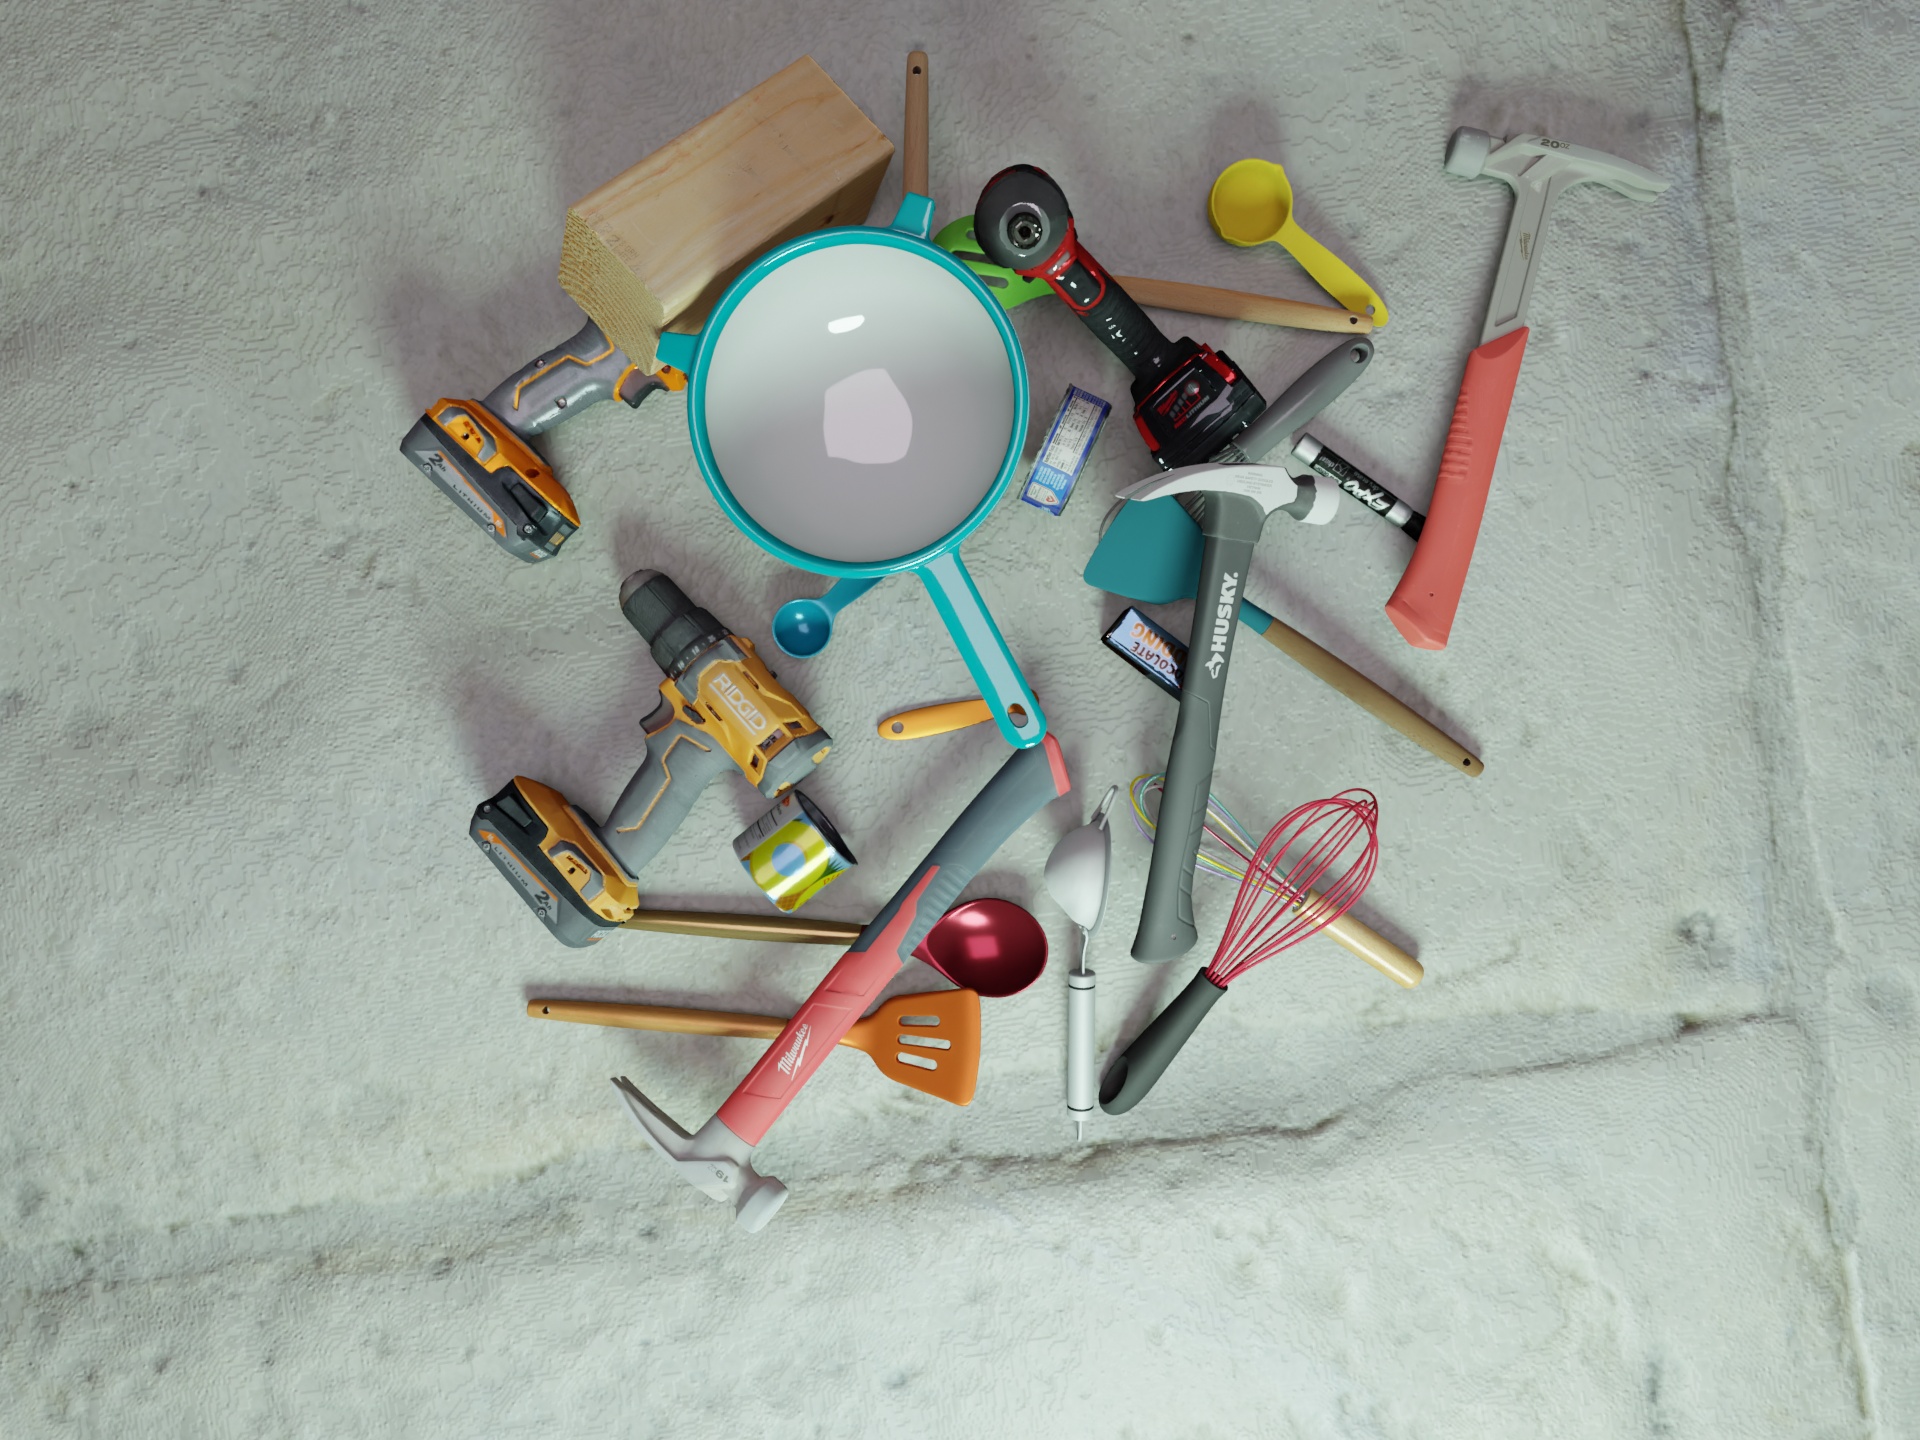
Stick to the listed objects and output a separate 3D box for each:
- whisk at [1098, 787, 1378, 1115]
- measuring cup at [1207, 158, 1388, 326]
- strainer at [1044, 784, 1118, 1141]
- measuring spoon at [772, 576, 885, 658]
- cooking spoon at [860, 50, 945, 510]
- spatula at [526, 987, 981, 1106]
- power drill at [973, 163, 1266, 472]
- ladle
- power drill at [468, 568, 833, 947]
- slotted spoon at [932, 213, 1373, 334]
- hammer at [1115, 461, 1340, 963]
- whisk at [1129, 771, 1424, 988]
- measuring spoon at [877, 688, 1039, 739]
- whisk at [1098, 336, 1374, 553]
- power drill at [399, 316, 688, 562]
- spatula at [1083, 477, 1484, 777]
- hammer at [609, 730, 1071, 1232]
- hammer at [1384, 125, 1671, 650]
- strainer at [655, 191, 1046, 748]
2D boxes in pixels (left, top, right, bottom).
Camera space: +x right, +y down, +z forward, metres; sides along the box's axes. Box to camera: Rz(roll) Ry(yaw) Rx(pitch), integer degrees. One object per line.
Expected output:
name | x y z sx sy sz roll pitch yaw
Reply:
whisk | 0.183 0.160 1.071 0.073 0.073 0.295 36 109 0
measuring cup | 0.236 -0.327 1.110 0.156 0.029 0.062 38 93 -11
strainer | 0.082 0.171 1.096 0.050 0.087 0.258 -2 102 -6
measuring spoon | -0.079 -0.091 1.123 0.128 0.021 0.042 -41 89 -8
cooking spoon | -0.031 -0.281 1.055 0.069 0.017 0.319 1 92 1
spatula | -0.146 0.215 1.114 0.322 0.041 0.081 4 85 2
power drill | 0.095 -0.264 1.030 0.078 0.143 0.219 -41 106 16
ladle | -0.096 0.151 1.119 0.315 0.031 0.069 4 86 3
power drill | -0.227 0.022 1.095 0.226 0.084 0.185 -42 83 -3
slotted spoon | 0.131 -0.300 1.105 0.314 0.031 0.070 9 93 1
hammer | 0.151 -0.002 1.037 0.146 0.035 0.334 5 101 -22
whisk | 0.221 0.109 1.106 0.245 0.047 0.051 34 103 -4
measuring spoon | -0.002 -0.004 1.121 0.117 0.011 0.021 -11 91 1
whisk | 0.193 -0.187 1.100 0.239 0.055 0.055 -40 90 -3
power drill | -0.250 -0.216 1.092 0.164 0.084 0.226 43 87 1
spatula | 0.231 -0.048 1.086 0.317 0.044 0.082 33 98 -6
hammer | -0.070 0.151 1.085 0.143 0.038 0.386 39 88 11
hammer | 0.368 -0.221 1.085 0.149 0.036 0.359 15 86 1
strainer | -0.029 -0.140 1.007 0.211 0.095 0.340 -27 93 8
